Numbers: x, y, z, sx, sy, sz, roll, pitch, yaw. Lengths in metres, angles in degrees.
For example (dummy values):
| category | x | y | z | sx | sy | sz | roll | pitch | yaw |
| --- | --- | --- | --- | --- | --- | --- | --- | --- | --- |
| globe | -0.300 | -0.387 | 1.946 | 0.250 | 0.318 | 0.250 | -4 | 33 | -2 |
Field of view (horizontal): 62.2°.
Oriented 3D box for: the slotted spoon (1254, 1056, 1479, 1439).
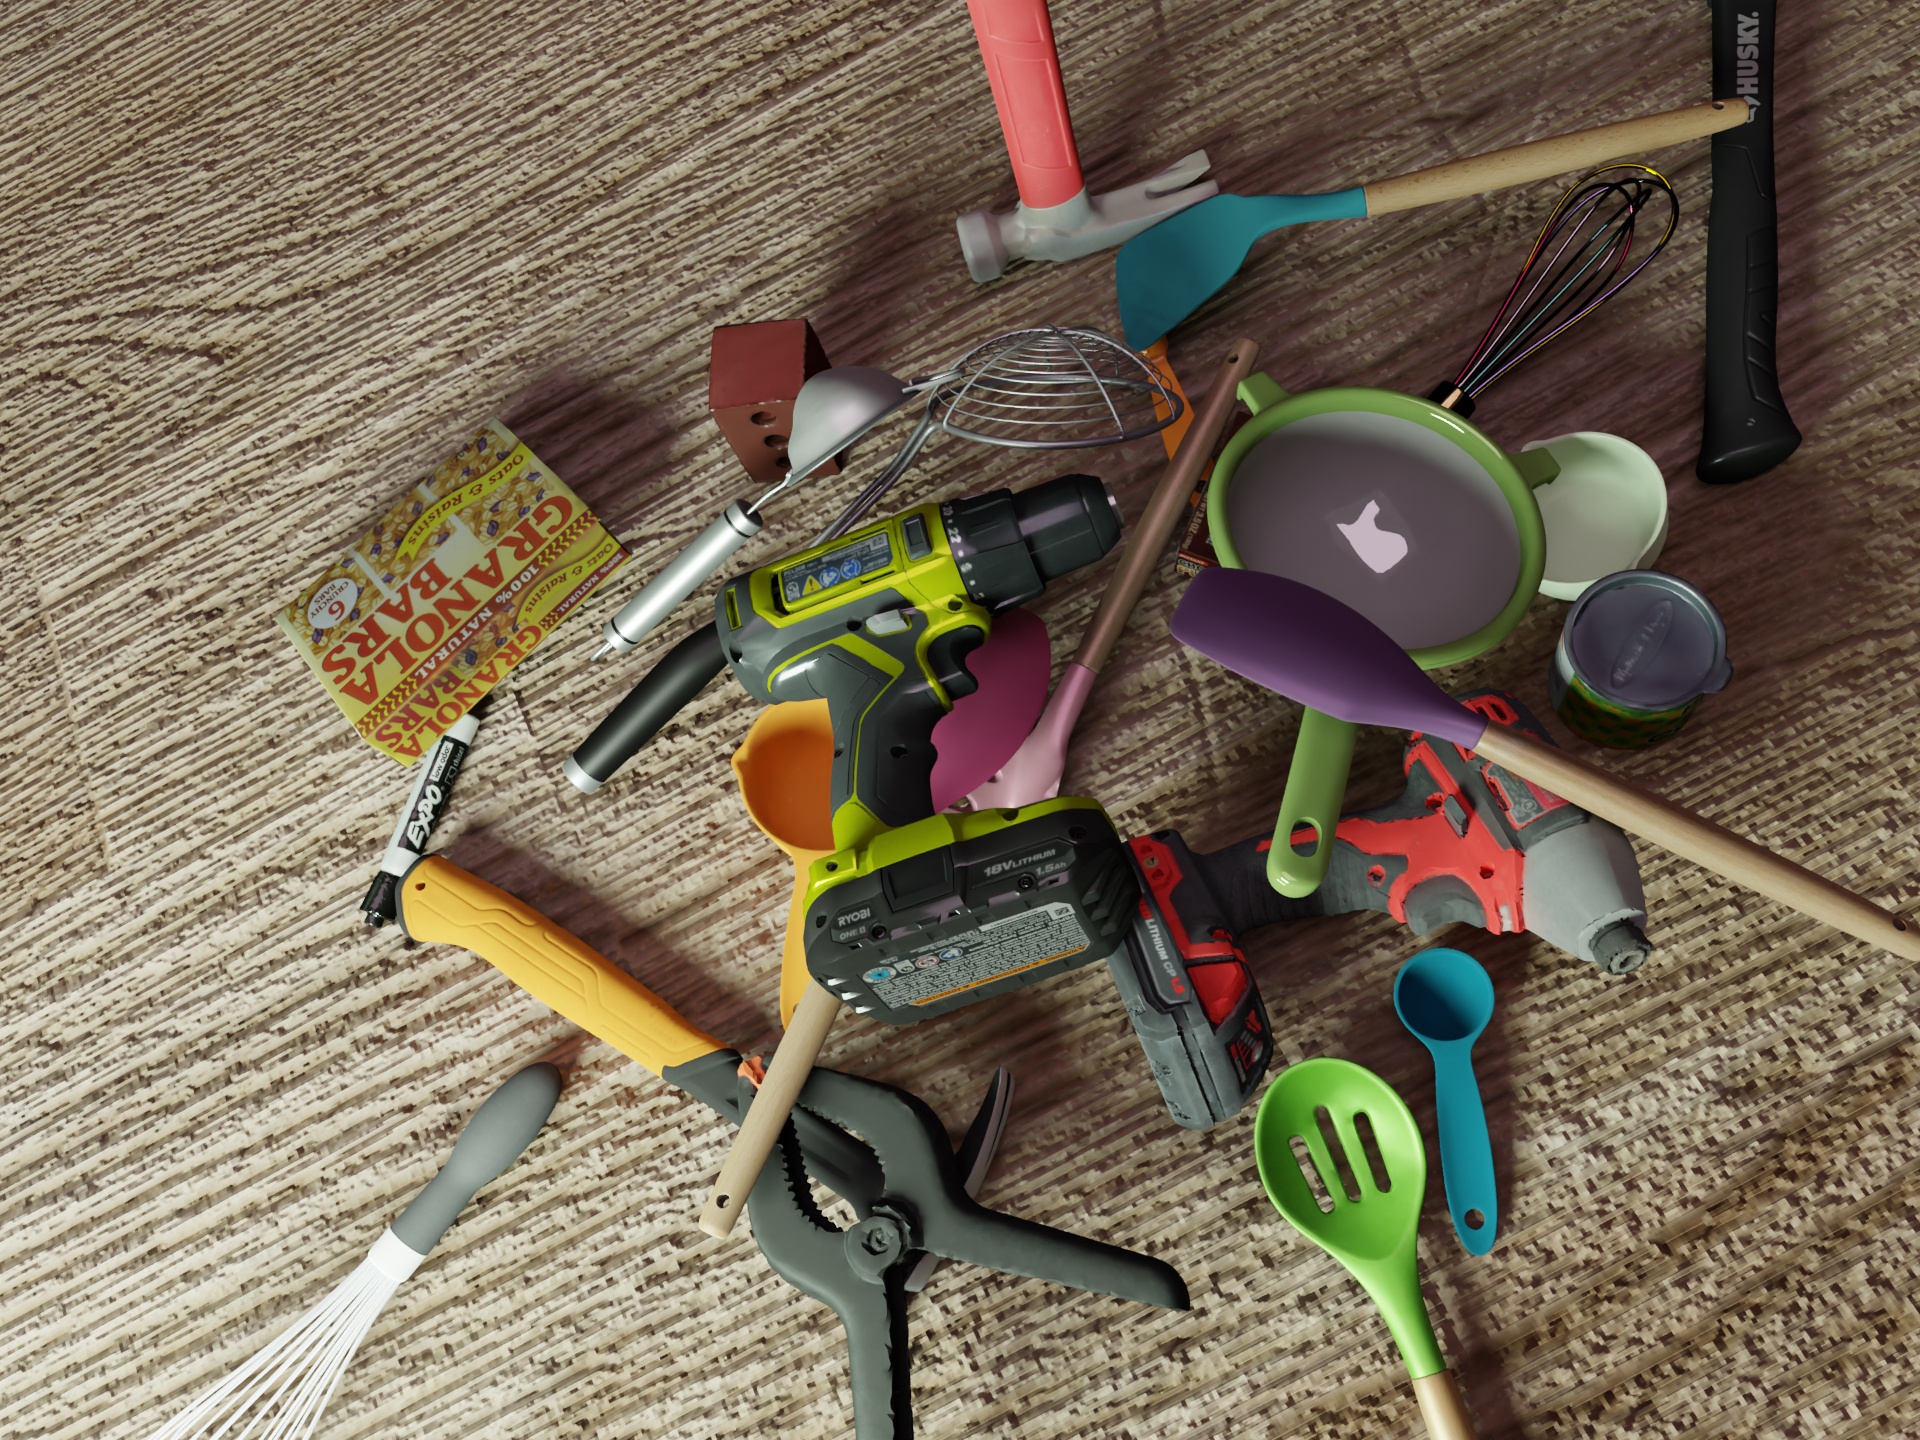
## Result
| category | x | y | z | sx | sy | sz | roll | pitch | yaw |
| --- | --- | --- | --- | --- | --- | --- | --- | --- | --- |
| slotted spoon | 0.196 | 0.289 | 0.636 | 0.070 | 0.031 | 0.314 | -20 | 68 | 5 |

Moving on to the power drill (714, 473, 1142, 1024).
| category | x | y | z | sx | sy | sz | roll | pitch | yaw |
| --- | --- | --- | --- | --- | --- | --- | --- | --- | --- |
| power drill | -0.001 | -0.002 | 0.690 | 0.190 | 0.080 | 0.229 | -20 | 55 | 8 |

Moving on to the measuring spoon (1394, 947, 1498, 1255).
| category | x | y | z | sx | sy | sz | roll | pitch | yaw |
| --- | --- | --- | --- | --- | --- | --- | --- | --- | --- |
| measuring spoon | 0.215 | 0.163 | 0.688 | 0.042 | 0.021 | 0.129 | -7 | 77 | 12 |

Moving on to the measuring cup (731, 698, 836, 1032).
| category | x | y | z | sx | sy | sz | roll | pitch | yaw |
| --- | --- | --- | --- | --- | --- | --- | --- | --- | --- |
| measuring cup | -0.063 | 0.069 | 0.765 | 0.095 | 0.052 | 0.174 | 2 | 72 | 10 |

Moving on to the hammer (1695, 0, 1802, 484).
| category | x | y | z | sx | sy | sz | roll | pitch | yaw |
| --- | --- | --- | --- | --- | --- | --- | --- | --- | --- |
| hammer | 0.387 | -0.271 | 0.798 | 0.146 | 0.035 | 0.335 | 5 | 71 | 14 |

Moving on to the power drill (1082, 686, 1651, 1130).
| category | x | y | z | sx | sy | sz | roll | pitch | yaw |
| --- | --- | --- | --- | --- | --- | --- | --- | --- | --- |
| power drill | 0.171 | 0.080 | 0.676 | 0.219 | 0.078 | 0.143 | -23 | 44 | 2 |

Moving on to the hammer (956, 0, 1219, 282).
| category | x | y | z | sx | sy | sz | roll | pitch | yaw |
| --- | --- | --- | --- | --- | --- | --- | --- | --- | --- |
| hammer | 0.032 | -0.341 | 0.715 | 0.143 | 0.386 | 0.038 | -17 | 67 | 6 |

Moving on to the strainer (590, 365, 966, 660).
| category | x | y | z | sx | sy | sz | roll | pitch | yaw |
| --- | --- | --- | --- | --- | --- | --- | --- | --- | --- |
| strainer | -0.107 | -0.110 | 0.811 | 0.258 | 0.087 | 0.050 | -39 | 101 | 21 |

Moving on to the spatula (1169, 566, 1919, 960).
| category | x | y | z | sx | sy | sz | roll | pitch | yaw |
| --- | --- | --- | --- | --- | --- | --- | --- | --- | --- |
| spatula | 0.234 | 0.015 | 0.640 | 0.316 | 0.018 | 0.060 | 27 | 57 | 10 |

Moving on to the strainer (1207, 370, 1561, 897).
| category | x | y | z | sx | sy | sz | roll | pitch | yaw |
| --- | --- | --- | --- | --- | --- | --- | --- | --- | --- |
| strainer | 0.168 | -0.031 | 0.707 | 0.151 | 0.069 | 0.256 | 16 | 64 | 6 |

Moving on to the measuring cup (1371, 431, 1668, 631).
| category | x | y | z | sx | sy | sz | roll | pitch | yaw |
| --- | --- | --- | --- | --- | --- | --- | --- | --- | --- |
| measuring cup | 0.256 | -0.068 | 0.757 | 0.167 | 0.038 | 0.083 | -35 | 61 | 17 |

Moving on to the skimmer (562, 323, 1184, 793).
| category | x | y | z | sx | sy | sz | roll | pitch | yaw |
| --- | --- | --- | --- | --- | --- | --- | --- | --- | --- |
| skimmer | -0.049 | -0.073 | 0.819 | 0.363 | 0.090 | 0.127 | -43 | 29 | 7 |

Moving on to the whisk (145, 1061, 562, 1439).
| category | x | y | z | sx | sy | sz | roll | pitch | yaw |
| --- | --- | --- | --- | --- | --- | --- | --- | --- | --- |
| whisk | -0.285 | 0.275 | 0.742 | 0.070 | 0.070 | 0.284 | 33 | 75 | 22 |

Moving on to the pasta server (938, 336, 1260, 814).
| category | x | y | z | sx | sy | sz | roll | pitch | yaw |
| --- | --- | --- | --- | --- | --- | --- | --- | --- | --- |
| pasta server | 0.069 | -0.052 | 0.772 | 0.060 | 0.040 | 0.316 | 23 | 82 | 35 |

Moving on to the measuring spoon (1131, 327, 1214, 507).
| category | x | y | z | sx | sy | sz | roll | pitch | yaw |
| --- | --- | --- | --- | --- | --- | --- | --- | --- | --- |
| measuring spoon | 0.113 | -0.159 | 0.832 | 0.021 | 0.011 | 0.117 | -18 | 67 | 6 |

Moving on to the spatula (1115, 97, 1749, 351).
| category | x | y | z | sx | sy | sz | roll | pitch | yaw |
| --- | --- | --- | --- | --- | --- | --- | --- | --- | --- |
| spatula | 0.233 | -0.265 | 0.814 | 0.317 | 0.044 | 0.082 | -11 | 56 | 11 |

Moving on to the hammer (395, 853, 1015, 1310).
| category | x | y | z | sx | sy | sz | roll | pitch | yaw |
| --- | --- | --- | --- | --- | --- | --- | --- | --- | --- |
| hammer | -0.138 | 0.146 | 0.764 | 0.337 | 0.034 | 0.127 | 27 | 79 | 21 |

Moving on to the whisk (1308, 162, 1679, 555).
| category | x | y | z | sx | sy | sz | roll | pitch | yaw |
| --- | --- | --- | --- | --- | --- | --- | --- | --- | --- |
| whisk | 0.257 | -0.178 | 0.783 | 0.047 | 0.051 | 0.245 | 42 | 92 | -15 |

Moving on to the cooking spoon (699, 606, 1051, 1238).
| category | x | y | z | sx | sy | sz | roll | pitch | yaw |
| --- | --- | --- | --- | --- | --- | --- | --- | --- | --- |
| cooking spoon | -0.039 | 0.078 | 0.714 | 0.069 | 0.017 | 0.319 | 21 | 69 | 12 |
